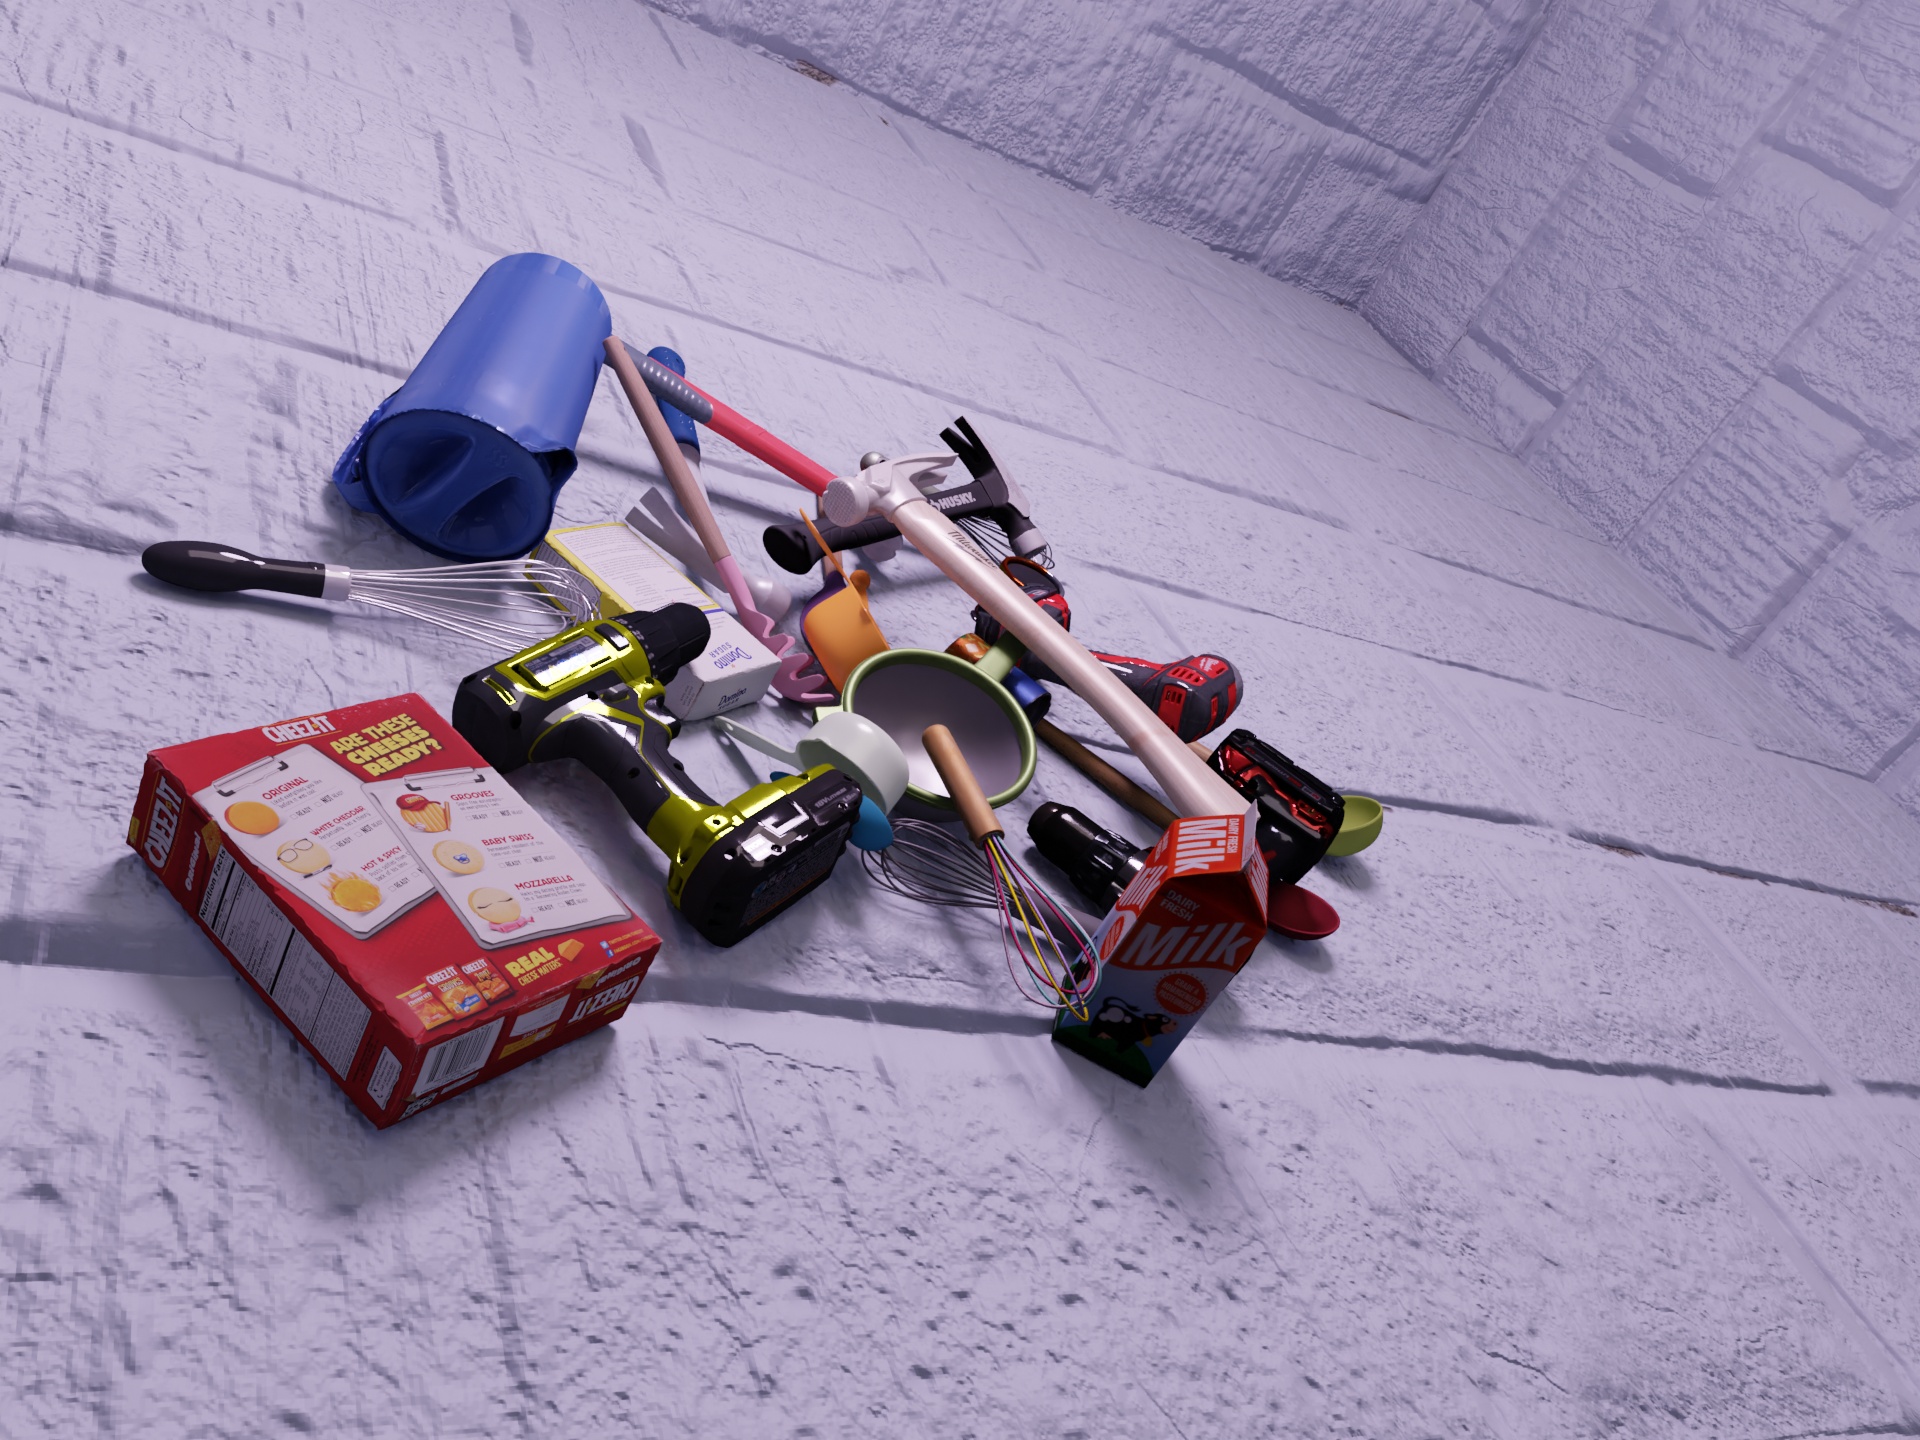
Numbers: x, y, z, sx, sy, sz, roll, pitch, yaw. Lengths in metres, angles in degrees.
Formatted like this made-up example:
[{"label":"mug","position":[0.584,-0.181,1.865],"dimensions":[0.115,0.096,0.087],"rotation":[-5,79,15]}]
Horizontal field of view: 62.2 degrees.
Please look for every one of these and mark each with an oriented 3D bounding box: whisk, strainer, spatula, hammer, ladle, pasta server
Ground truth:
[{"label":"whisk","position":[-0.001,-0.195,1.523],"dimensions":[0.246,0.058,0.059],"rotation":[26,-13,-37]},{"label":"strainer","position":[-0.002,-0.004,1.201],"dimensions":[0.151,0.069,0.256],"rotation":[35,41,5]},{"label":"spatula","position":[-0.114,-0.138,1.394],"dimensions":[0.059,0.018,0.316],"rotation":[9,33,-14]},{"label":"hammer","position":[-0.239,-0.230,1.376],"dimensions":[0.144,0.035,0.406],"rotation":[35,19,-35]},{"label":"ladle","position":[0.229,0.026,1.425],"dimensions":[0.320,0.062,0.078],"rotation":[31,28,5]},{"label":"hammer","position":[-0.214,-0.272,1.384],"dimensions":[0.386,0.038,0.143],"rotation":[29,24,-31]},{"label":"whisk","position":[-0.370,-0.085,1.028],"dimensions":[0.284,0.070,0.070],"rotation":[7,36,-30]},{"label":"pasta server","position":[-0.184,-0.148,1.191],"dimensions":[0.316,0.040,0.060],"rotation":[63,0,-1]},{"label":"whisk","position":[0.028,0.093,1.037],"dimensions":[0.047,0.051,0.245],"rotation":[6,42,-39]},{"label":"ladle","position":[0.172,0.083,1.307],"dimensions":[0.315,0.031,0.069],"rotation":[37,33,15]},{"label":"whisk","position":[0.038,0.127,1.092],"dimensions":[0.238,0.055,0.055],"rotation":[27,28,-18]},{"label":"hammer","position":[0.076,-0.062,1.226],"dimensions":[0.411,0.038,0.146],"rotation":[45,40,16]},{"label":"hammer","position":[-0.053,-0.184,1.399],"dimensions":[0.335,0.035,0.146],"rotation":[-23,83,-51]}]

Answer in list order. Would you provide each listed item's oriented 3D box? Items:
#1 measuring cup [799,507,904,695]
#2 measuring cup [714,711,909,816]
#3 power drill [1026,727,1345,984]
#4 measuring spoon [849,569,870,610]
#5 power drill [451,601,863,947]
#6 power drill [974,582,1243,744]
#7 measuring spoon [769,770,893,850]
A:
[{"label":"measuring cup","position":[-0.104,-0.088,1.238],"dimensions":[0.174,0.052,0.095],"rotation":[58,0,21]},{"label":"measuring cup","position":[-0.102,0.015,1.081],"dimensions":[0.168,0.083,0.038],"rotation":[21,58,37]},{"label":"power drill","position":[0.174,0.092,1.218],"dimensions":[0.188,0.080,0.227],"rotation":[37,42,18]},{"label":"measuring spoon","position":[-0.085,-0.100,1.367],"dimensions":[0.021,0.011,0.117],"rotation":[22,29,-16]},{"label":"power drill","position":[-0.175,0.018,0.999],"dimensions":[0.229,0.080,0.190],"rotation":[39,41,17]},{"label":"power drill","position":[0.128,-0.045,1.339],"dimensions":[0.220,0.078,0.143],"rotation":[19,22,24]},{"label":"measuring spoon","position":[-0.094,0.059,1.055],"dimensions":[0.021,0.042,0.129],"rotation":[-38,37,-29]}]
